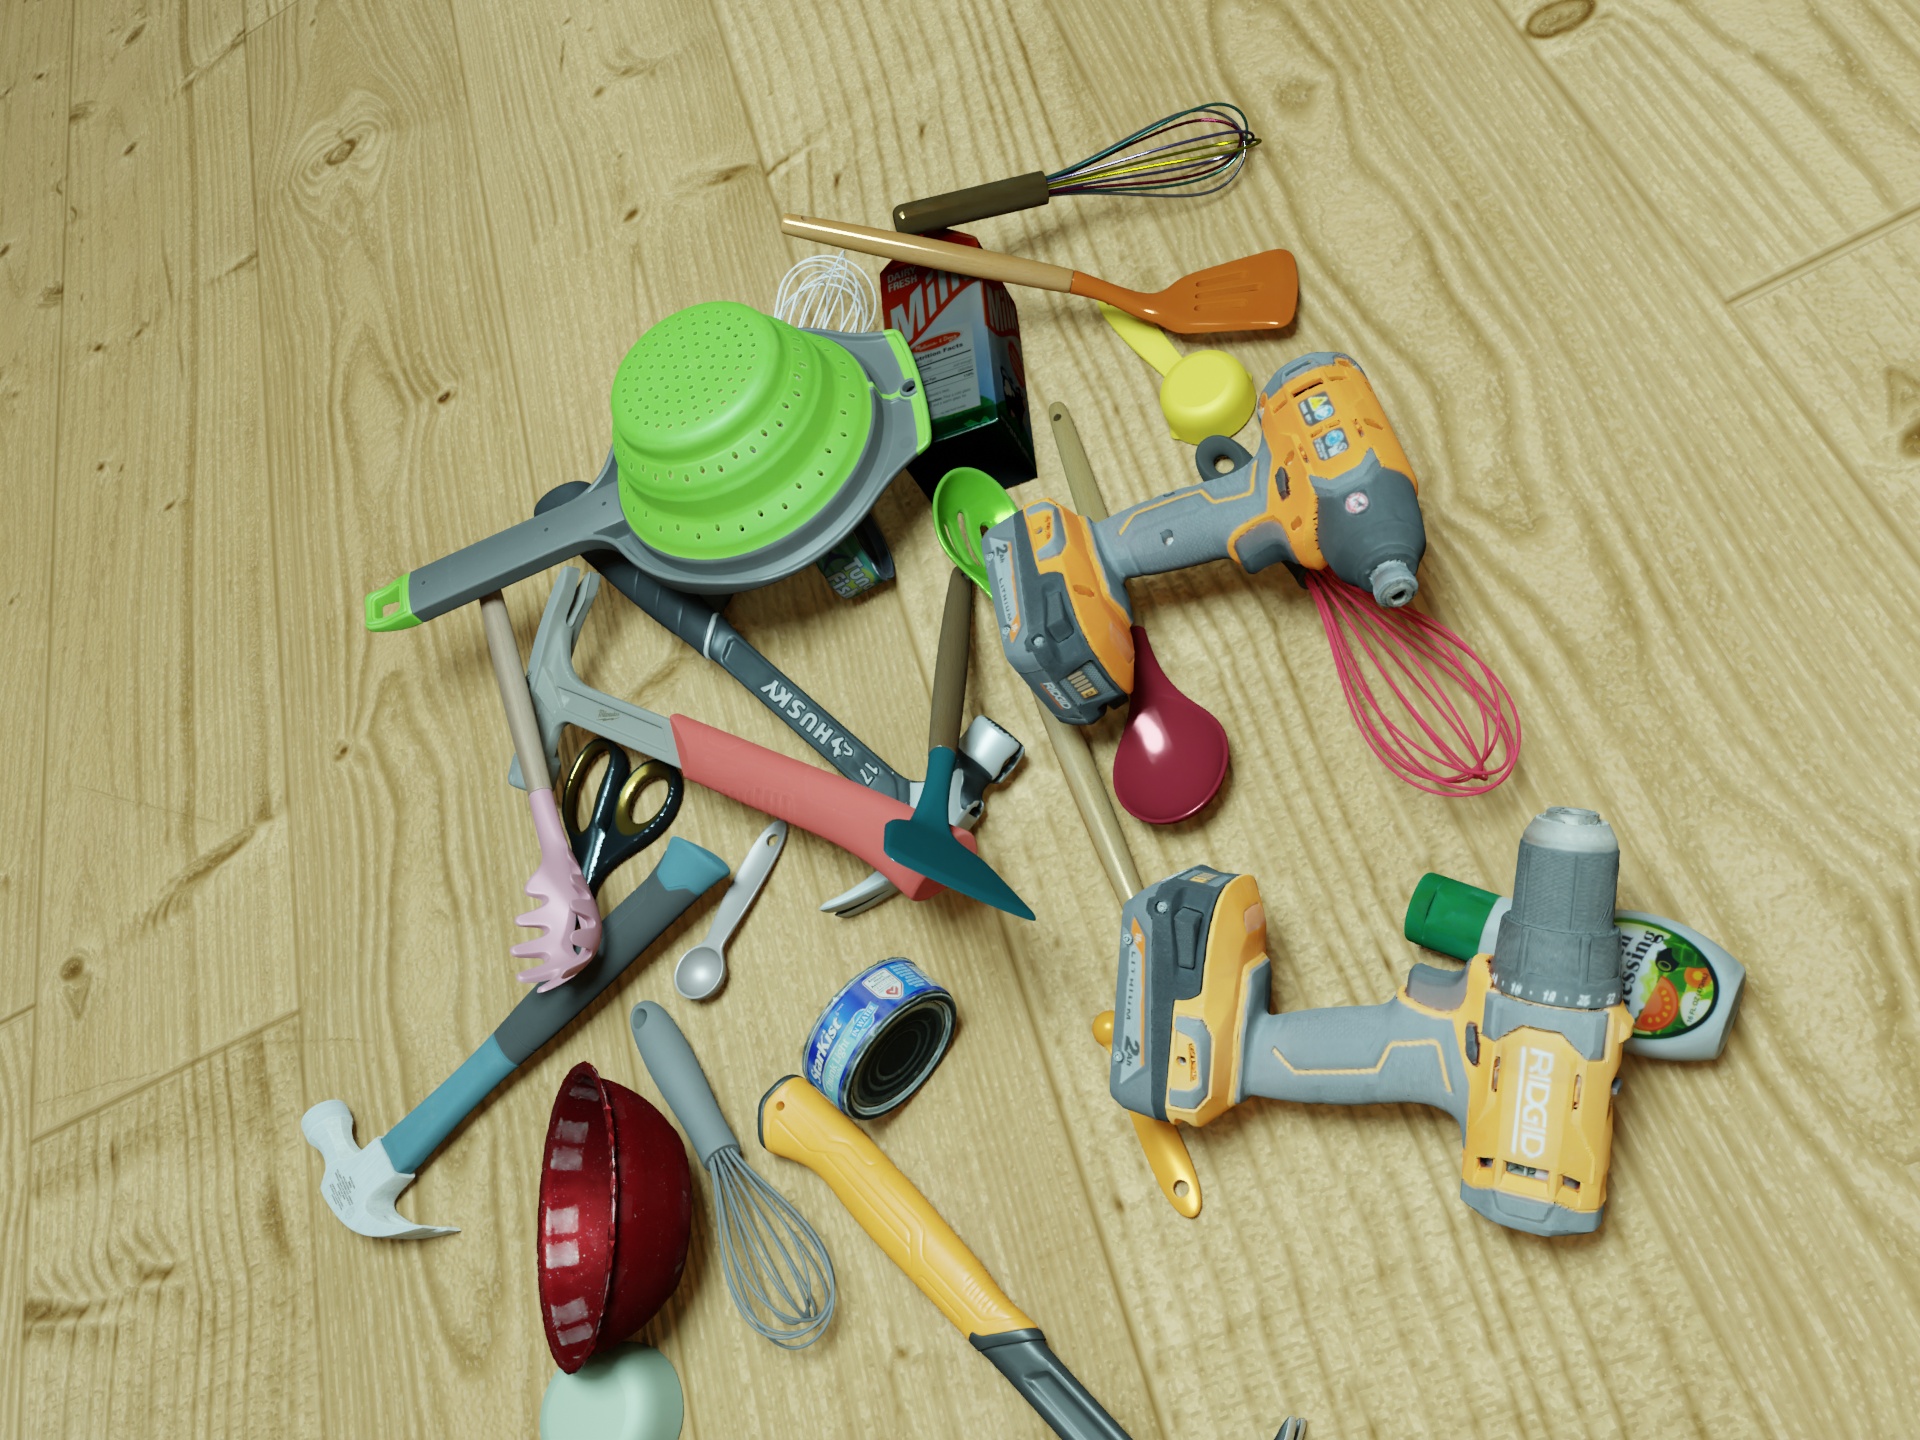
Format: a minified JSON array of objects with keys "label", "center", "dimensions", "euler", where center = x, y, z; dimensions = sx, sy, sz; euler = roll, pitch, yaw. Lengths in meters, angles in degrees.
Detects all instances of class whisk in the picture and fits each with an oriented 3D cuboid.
[{"label":"whisk","center":[-0.136,0.247,0.895],"dimensions":[0.055,0.055,0.239],"euler":[-42,51,3]},{"label":"whisk","center":[-0.129,-0.197,1.094],"dimensions":[0.070,0.070,0.285],"euler":[13,78,30]},{"label":"whisk","center":[0.205,-0.068,0.870],"dimensions":[0.073,0.073,0.296],"euler":[-35,50,7]},{"label":"whisk","center":[0.076,-0.350,1.026],"dimensions":[0.245,0.051,0.047],"euler":[-14,53,-3]}]

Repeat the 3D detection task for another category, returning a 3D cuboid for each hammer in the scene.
[{"label":"hammer","center":[0.012,0.289,0.806],"dimensions":[0.337,0.034,0.127],"euler":[37,87,34]},{"label":"hammer","center":[-0.147,-0.038,1.013],"dimensions":[0.409,0.036,0.149],"euler":[39,92,29]},{"label":"hammer","center":[-0.137,0.017,0.947],"dimensions":[0.359,0.036,0.149],"euler":[19,94,35]},{"label":"hammer","center":[-0.270,0.191,0.978],"dimensions":[0.331,0.033,0.128],"euler":[-44,58,6]}]

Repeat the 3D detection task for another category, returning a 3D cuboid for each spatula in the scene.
[{"label":"spatula","center":[0.047,-0.287,0.994],"dimensions":[0.322,0.041,0.081],"euler":[11,51,0]},{"label":"spatula","center":[-0.001,-0.003,0.877],"dimensions":[0.044,0.082,0.318],"euler":[-54,19,34]}]

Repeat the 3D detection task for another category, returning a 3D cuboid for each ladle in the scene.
[{"label":"ladle","center":[0.093,-0.072,0.942],"dimensions":[0.069,0.031,0.316],"euler":[-24,57,16]}]

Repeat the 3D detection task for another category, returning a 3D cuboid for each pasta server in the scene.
[{"label":"pasta server","center":[-0.275,0.022,0.995],"dimensions":[0.060,0.040,0.316],"euler":[-36,61,28]}]

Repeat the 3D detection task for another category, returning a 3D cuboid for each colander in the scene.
[{"label":"colander","center":[-0.219,-0.156,0.984],"dimensions":[0.397,0.094,0.205],"euler":[-22,57,10]}]

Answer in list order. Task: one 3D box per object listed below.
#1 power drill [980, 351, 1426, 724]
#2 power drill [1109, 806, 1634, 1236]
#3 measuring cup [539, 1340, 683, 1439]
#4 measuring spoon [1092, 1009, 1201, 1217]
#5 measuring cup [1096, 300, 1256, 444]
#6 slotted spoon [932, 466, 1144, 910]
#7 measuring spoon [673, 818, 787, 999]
[{"label":"power drill","center":[0.132,-0.087,0.848],"dimensions":[0.226,0.084,0.164],"euler":[-26,46,17]},{"label":"power drill","center":[0.191,0.121,0.738],"dimensions":[0.226,0.084,0.185],"euler":[8,99,28]},{"label":"measuring cup","center":[-0.221,0.411,0.858],"dimensions":[0.083,0.038,0.167],"euler":[35,83,34]},{"label":"measuring spoon","center":[0.095,0.201,0.820],"dimensions":[0.021,0.011,0.117],"euler":[-30,57,10]},{"label":"measuring cup","center":[0.126,-0.234,1.000],"dimensions":[0.062,0.029,0.157],"euler":[-38,57,5]},{"label":"slotted spoon","center":[0.048,-0.019,0.931],"dimensions":[0.031,0.070,0.314],"euler":[-49,52,43]},{"label":"measuring spoon","center":[-0.135,0.117,0.974],"dimensions":[0.034,0.018,0.124],"euler":[15,67,32]}]
